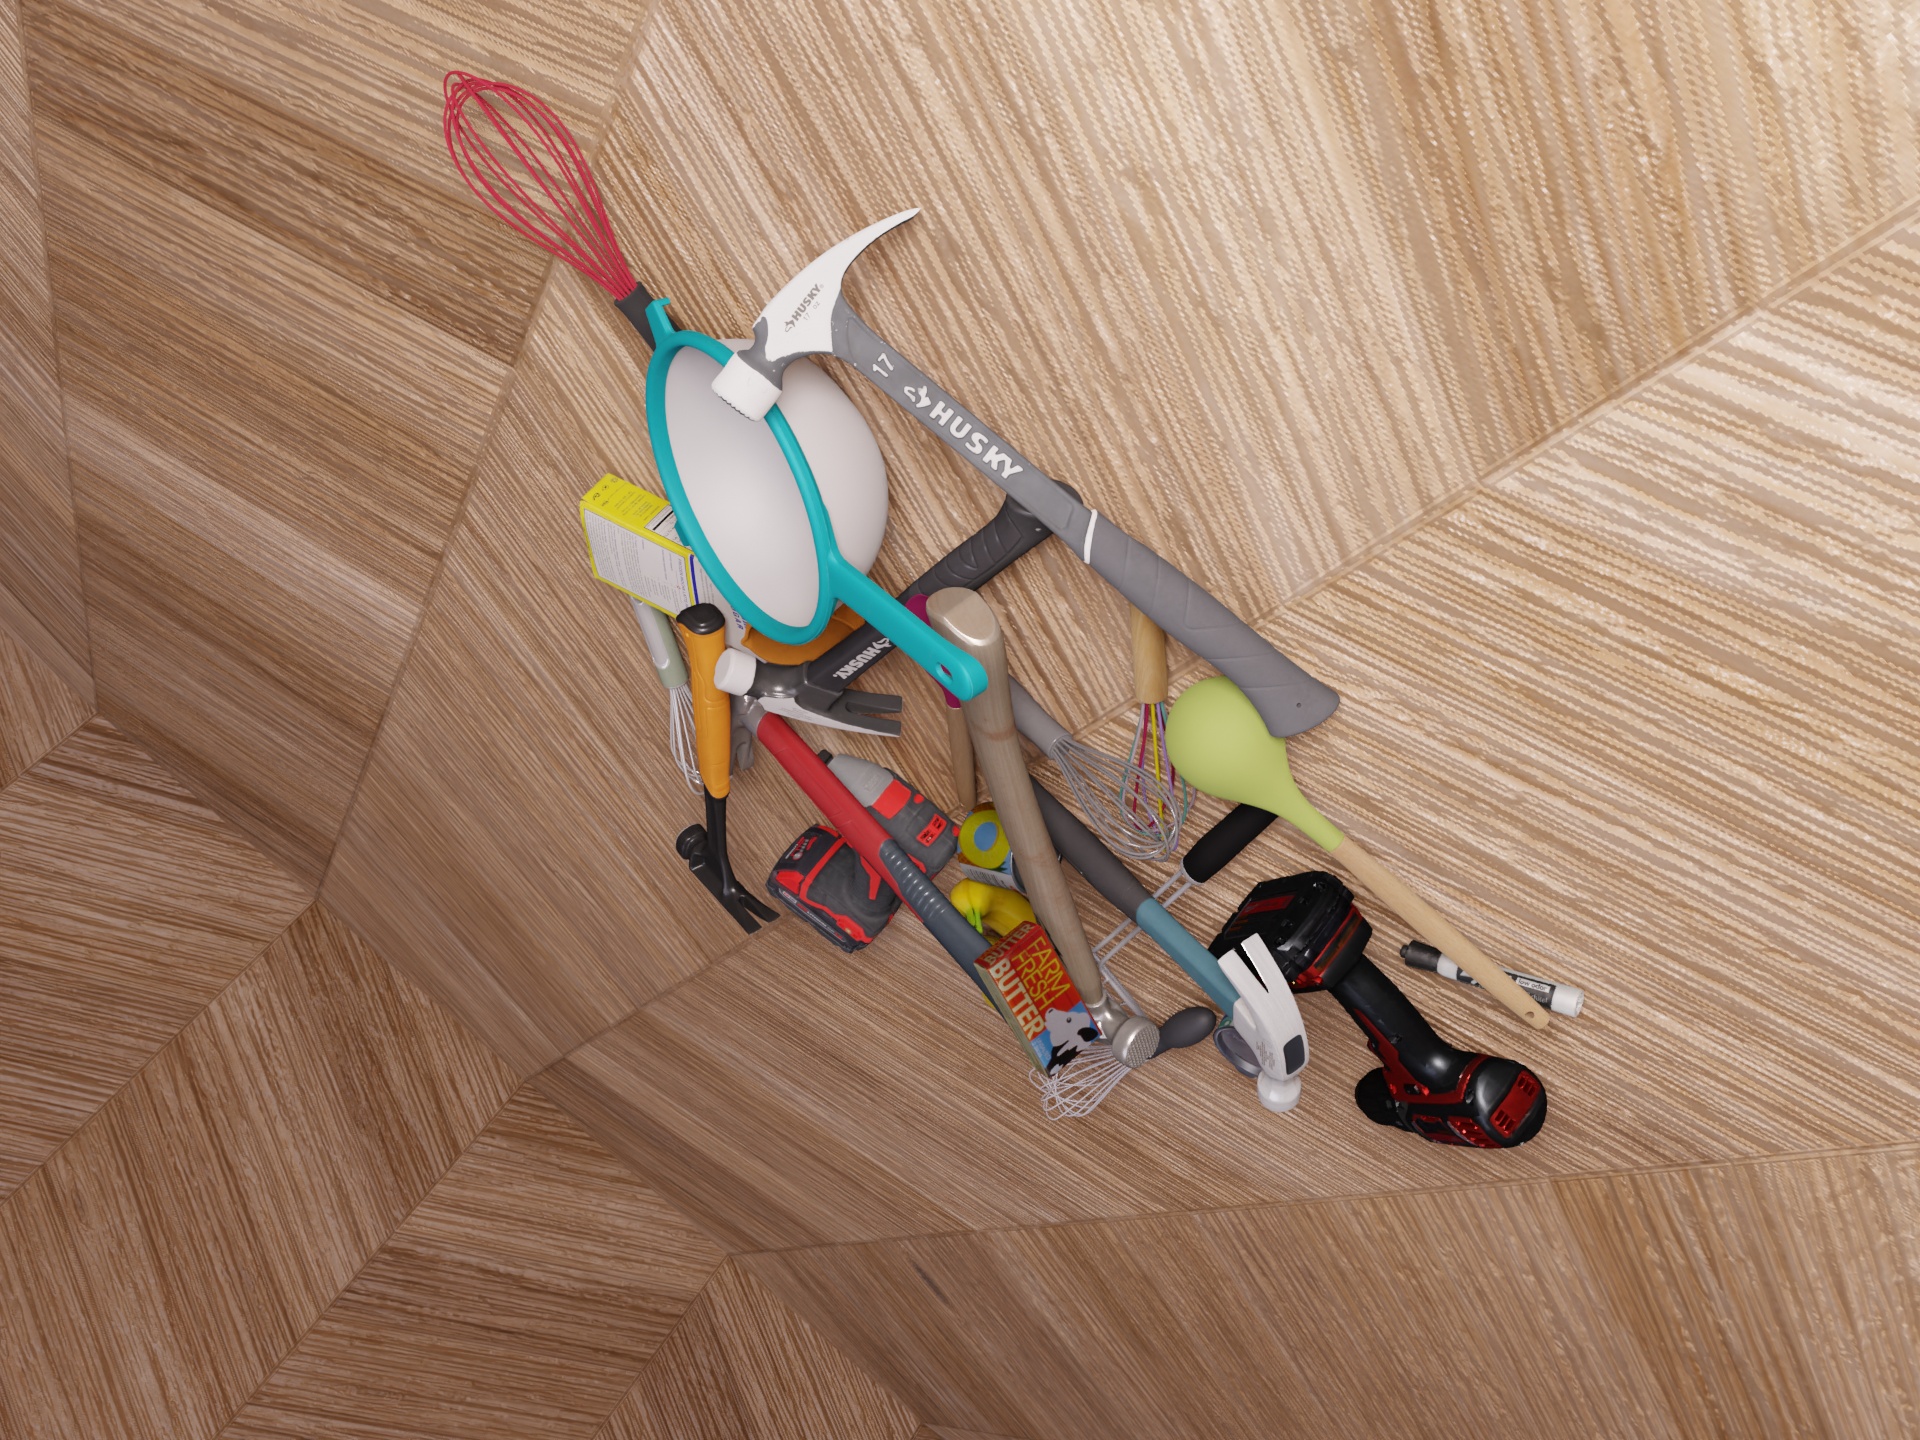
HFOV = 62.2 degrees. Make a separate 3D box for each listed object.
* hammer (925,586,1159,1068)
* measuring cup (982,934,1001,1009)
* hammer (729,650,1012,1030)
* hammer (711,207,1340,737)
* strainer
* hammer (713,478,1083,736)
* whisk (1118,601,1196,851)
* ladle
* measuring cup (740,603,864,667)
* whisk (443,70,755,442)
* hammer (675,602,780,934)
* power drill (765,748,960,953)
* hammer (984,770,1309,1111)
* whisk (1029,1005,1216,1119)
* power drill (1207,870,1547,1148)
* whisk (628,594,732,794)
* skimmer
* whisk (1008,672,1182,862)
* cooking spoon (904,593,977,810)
[{"bbox_3d":[0.040,0.077,1.109,0.146,0.038,0.410,27,146,44],"label":"hammer"},{"bbox_3d":[0.036,0.239,1.490,0.062,0.029,0.156,30,160,15],"label":"measuring cup"},{"bbox_3d":[-0.070,0.110,1.265,0.387,0.038,0.143,46,141,27],"label":"hammer"},{"bbox_3d":[0.063,-0.124,0.923,0.408,0.149,0.036,37,-174,-13],"label":"hammer"},{"bbox_3d":[-0.071,-0.127,0.999,0.341,0.095,0.210,41,146,33],"label":"strainer"},{"bbox_3d":[-0.029,-0.073,1.088,0.146,0.035,0.334,19,148,-29],"label":"hammer"},{"bbox_3d":[0.127,-0.004,1.060,0.051,0.047,0.244,17,138,27],"label":"whisk"},{"bbox_3d":[0.260,0.089,1.022,0.320,0.062,0.078,40,114,-8],"label":"ladle"},{"bbox_3d":[-0.109,-0.062,1.211,0.095,0.052,0.173,-2,155,6],"label":"measuring cup"},{"bbox_3d":[-0.231,-0.296,1.044,0.073,0.073,0.295,-2,136,48],"label":"whisk"},{"bbox_3d":[-0.203,0.039,1.332,0.127,0.034,0.336,42,146,30],"label":"hammer"},{"bbox_3d":[-0.092,0.111,1.404,0.143,0.078,0.219,38,146,2],"label":"power drill"},{"bbox_3d":[0.122,0.128,1.125,0.331,0.033,0.128,44,156,37],"label":"hammer"},{"bbox_3d":[0.146,0.302,1.420,0.070,0.070,0.284,41,144,-4],"label":"whisk"},{"bbox_3d":[0.281,0.215,1.124,0.226,0.080,0.188,43,161,-4],"label":"power drill"},{"bbox_3d":[-0.253,-0.030,1.416,0.058,0.059,0.246,8,134,23],"label":"whisk"},{"bbox_3d":[0.161,0.128,1.199,0.127,0.090,0.363,51,140,12],"label":"skimmer"},{"bbox_3d":[0.066,0.016,1.087,0.239,0.055,0.055,43,156,36],"label":"whisk"},{"bbox_3d":[-0.002,-0.004,1.154,0.069,0.017,0.318,27,157,16],"label":"cooking spoon"}]
